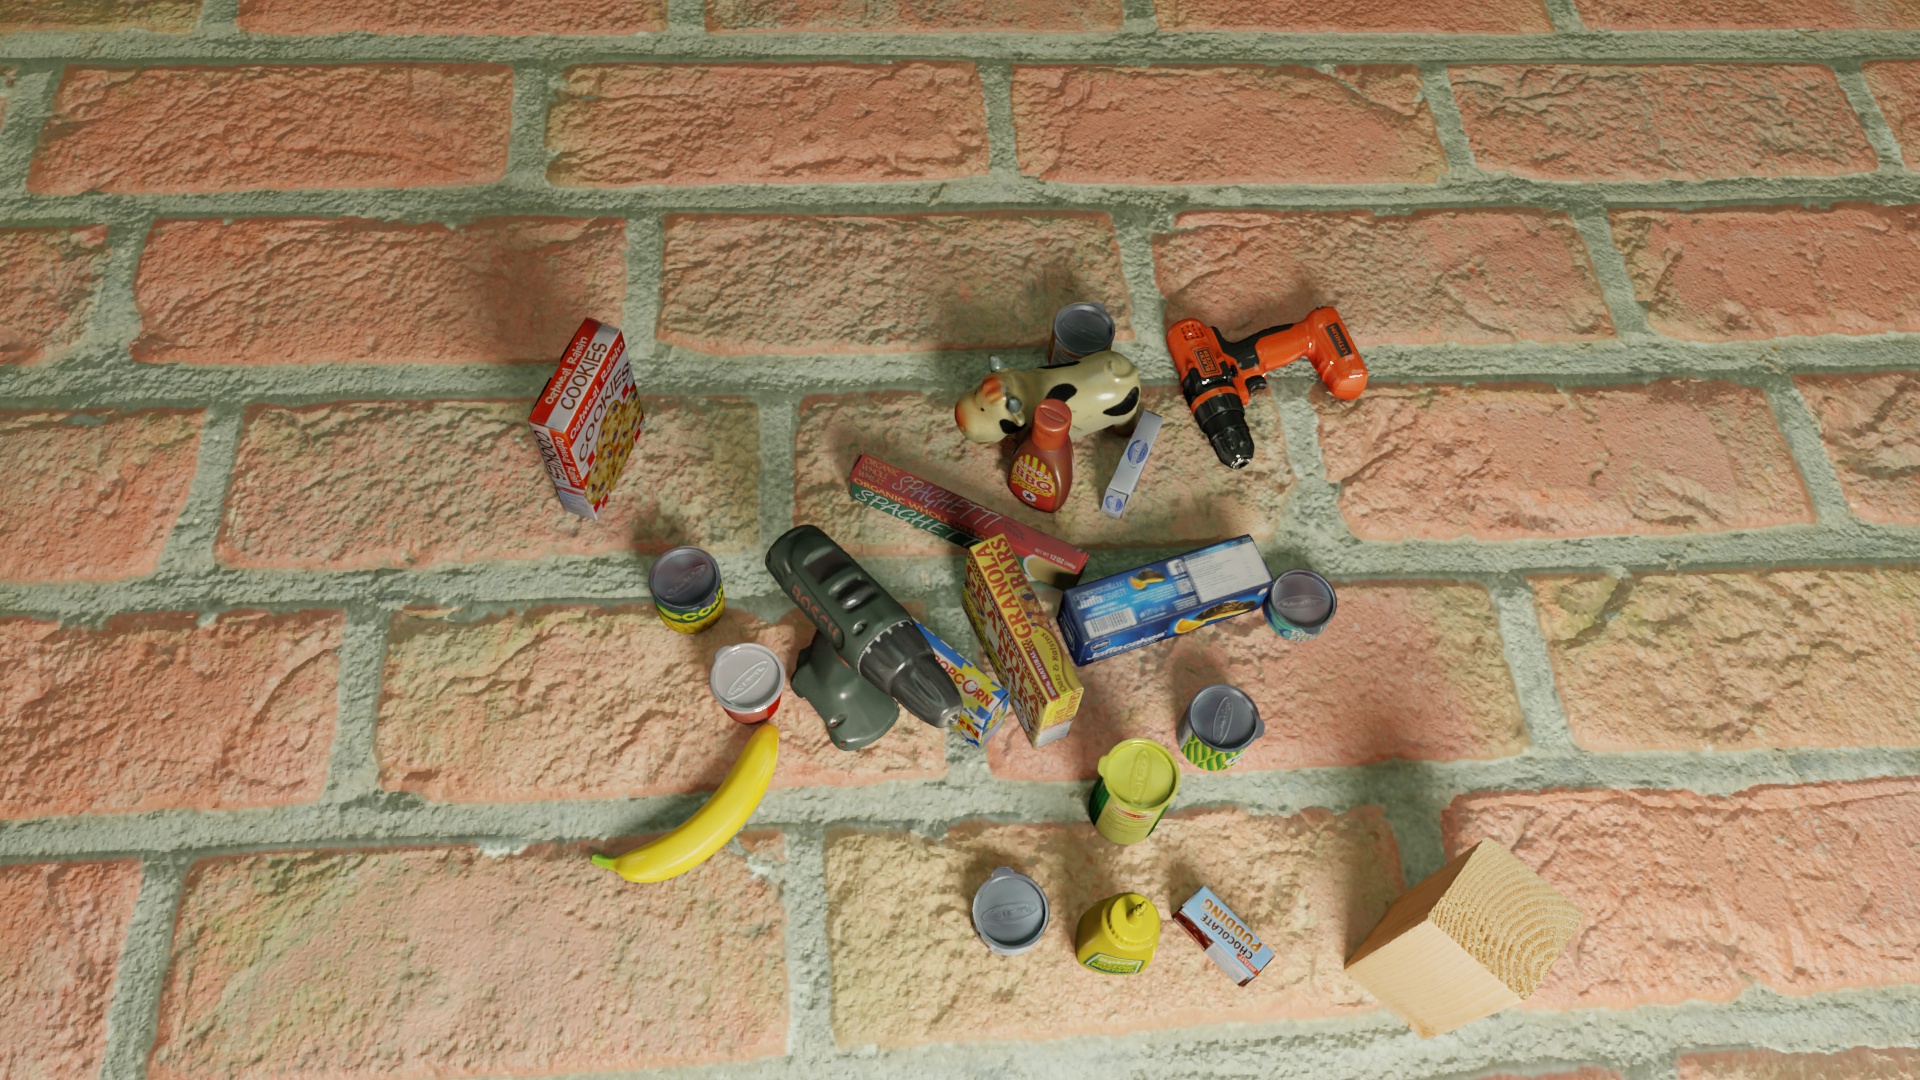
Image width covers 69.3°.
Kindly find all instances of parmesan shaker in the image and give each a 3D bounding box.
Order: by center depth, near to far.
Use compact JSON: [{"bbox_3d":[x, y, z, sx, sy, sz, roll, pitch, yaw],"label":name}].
[{"bbox_3d":[0.148,0.221,1.223,0.071,0.102,0.071,2,62,-3],"label":"parmesan shaker"}]

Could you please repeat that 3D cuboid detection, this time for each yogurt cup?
[{"bbox_3d":[-0.194,0.135,1.274,0.072,0.053,0.073,2,62,-3],"label":"yogurt cup"}]

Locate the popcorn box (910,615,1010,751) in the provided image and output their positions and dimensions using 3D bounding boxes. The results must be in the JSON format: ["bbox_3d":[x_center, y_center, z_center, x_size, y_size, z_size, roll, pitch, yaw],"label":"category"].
[{"bbox_3d":[-0.018,0.129,1.271,0.127,0.085,0.038,37,66,15],"label":"popcorn box"}]

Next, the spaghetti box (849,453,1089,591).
[{"bbox_3d":[0.005,-0.017,1.370,0.250,0.050,0.029,24,64,9],"label":"spaghetti box"}]

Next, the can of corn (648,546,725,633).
[{"bbox_3d":[-0.256,0.049,1.313,0.071,0.058,0.071,2,62,-3],"label":"can of corn"}]

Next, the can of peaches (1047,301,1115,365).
[{"bbox_3d":[0.129,-0.211,1.476,0.071,0.057,0.071,2,62,-3],"label":"can of peaches"}]

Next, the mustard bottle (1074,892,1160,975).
[{"bbox_3d":[0.133,0.320,1.137,0.065,0.159,0.049,8,62,1],"label":"mustard bottle"}]

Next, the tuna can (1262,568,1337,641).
[{"bbox_3d":[0.332,0.066,1.357,0.071,0.032,0.071,2,62,-3],"label":"tuna can"}]

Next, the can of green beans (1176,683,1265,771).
[{"bbox_3d":[0.237,0.173,1.279,0.071,0.057,0.071,2,62,-3],"label":"can of green beans"}]

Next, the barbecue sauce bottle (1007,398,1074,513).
[{"bbox_3d":[0.082,-0.084,1.355,0.065,0.147,0.044,31,65,12],"label":"barbecue sauce bottle"}]

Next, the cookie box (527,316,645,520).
[{"bbox_3d":[-0.355,-0.114,1.332,0.040,0.166,0.123,17,63,5],"label":"cookie box"}]

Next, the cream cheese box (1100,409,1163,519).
[{"bbox_3d":[0.174,-0.077,1.410,0.024,0.053,0.104,23,63,8],"label":"cream cheese box"}]

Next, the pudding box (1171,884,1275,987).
[{"bbox_3d":[0.225,0.340,1.194,0.030,0.049,0.084,-40,71,-21],"label":"pudding box"}]

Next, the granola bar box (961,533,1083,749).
[{"bbox_3d":[0.053,0.094,1.272,0.039,0.123,0.166,-21,65,-14],"label":"granola bar box"}]

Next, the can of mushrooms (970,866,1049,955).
[{"bbox_3d":[0.042,0.321,1.202,0.071,0.033,0.071,2,62,-3],"label":"can of mushrooms"}]
